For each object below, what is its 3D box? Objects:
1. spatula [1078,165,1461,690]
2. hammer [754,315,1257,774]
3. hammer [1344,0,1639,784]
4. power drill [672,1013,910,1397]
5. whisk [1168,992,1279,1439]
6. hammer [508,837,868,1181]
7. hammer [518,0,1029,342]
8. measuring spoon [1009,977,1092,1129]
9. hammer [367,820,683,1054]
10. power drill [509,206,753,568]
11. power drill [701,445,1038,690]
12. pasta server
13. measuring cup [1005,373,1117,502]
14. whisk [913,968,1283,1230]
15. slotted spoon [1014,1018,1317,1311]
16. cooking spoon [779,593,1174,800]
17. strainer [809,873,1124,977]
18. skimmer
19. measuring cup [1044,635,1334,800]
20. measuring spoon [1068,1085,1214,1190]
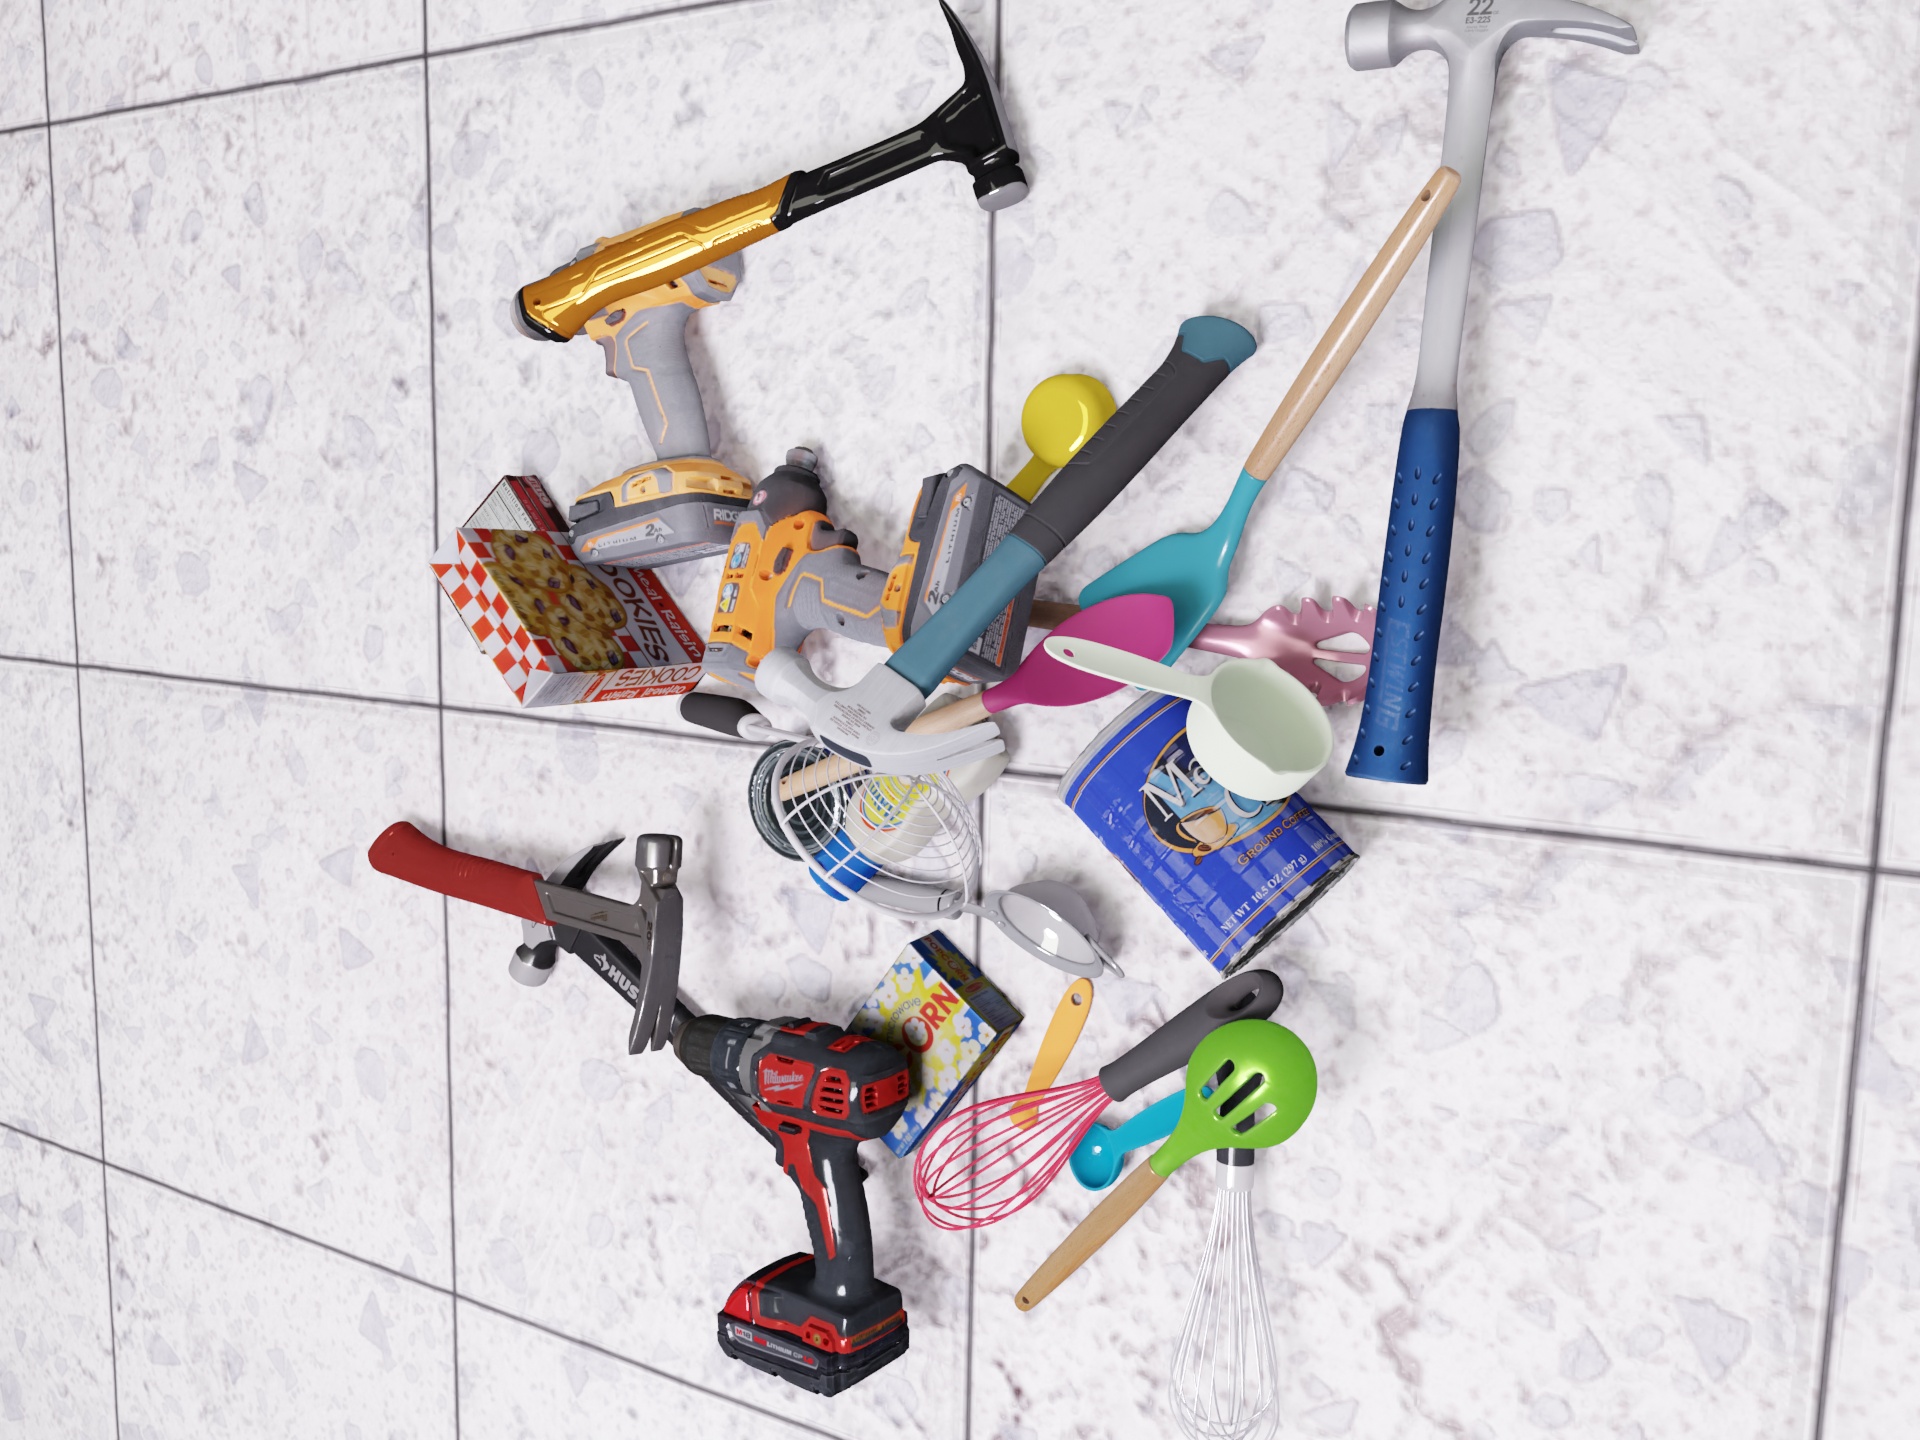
[{"bbox_3d":[0.164,-0.151,0.845,0.082,0.044,0.317,60,137,33],"label":"spatula"},{"bbox_3d":[0.044,-0.103,0.864,0.128,0.033,0.331,36,76,24],"label":"hammer"},{"bbox_3d":[0.249,-0.169,0.815,0.144,0.035,0.405,7,92,29],"label":"hammer"},{"bbox_3d":[-0.116,0.305,1.053,0.188,0.080,0.226,4,97,38],"label":"power drill"},{"bbox_3d":[0.160,0.300,0.939,0.070,0.070,0.284,3,93,30],"label":"whisk"},{"bbox_3d":[-0.194,0.225,1.152,0.335,0.035,0.146,38,114,21],"label":"hammer"},{"bbox_3d":[-0.131,-0.325,0.998,0.337,0.034,0.127,-19,86,14],"label":"hammer"},{"bbox_3d":[0.057,0.214,1.015,0.021,0.011,0.117,31,110,24],"label":"measuring spoon"},{"bbox_3d":[-0.333,0.136,1.185,0.359,0.036,0.149,7,92,40],"label":"hammer"},{"bbox_3d":[-0.231,-0.221,1.097,0.185,0.084,0.226,-7,88,31],"label":"power drill"},{"bbox_3d":[-0.060,-0.100,0.989,0.226,0.084,0.164,2,75,41],"label":"power drill"},{"bbox_3d":[0.105,-0.056,0.940,0.316,0.040,0.060,10,91,30],"label":"pasta server"},{"bbox_3d":[0.034,-0.146,0.975,0.062,0.029,0.156,48,116,17],"label":"measuring cup"},{"bbox_3d":[0.078,0.229,0.961,0.296,0.073,0.073,-39,76,27],"label":"whisk"},{"bbox_3d":[0.108,0.280,0.948,0.070,0.031,0.313,45,129,15],"label":"slotted spoon"},{"bbox_3d":[-0.002,-0.003,0.966,0.319,0.017,0.069,-23,47,35],"label":"cooking spoon"},{"bbox_3d":[0.001,0.117,1.021,0.258,0.050,0.086,8,143,35],"label":"strainer"},{"bbox_3d":[-0.109,0.039,0.977,0.363,0.127,0.090,13,89,59],"label":"skimmer"},{"bbox_3d":[0.115,-0.006,0.838,0.167,0.083,0.038,18,137,-13],"label":"measuring cup"},{"bbox_3d":[0.115,0.250,0.970,0.128,0.021,0.042,-40,56,38],"label":"measuring spoon"}]
